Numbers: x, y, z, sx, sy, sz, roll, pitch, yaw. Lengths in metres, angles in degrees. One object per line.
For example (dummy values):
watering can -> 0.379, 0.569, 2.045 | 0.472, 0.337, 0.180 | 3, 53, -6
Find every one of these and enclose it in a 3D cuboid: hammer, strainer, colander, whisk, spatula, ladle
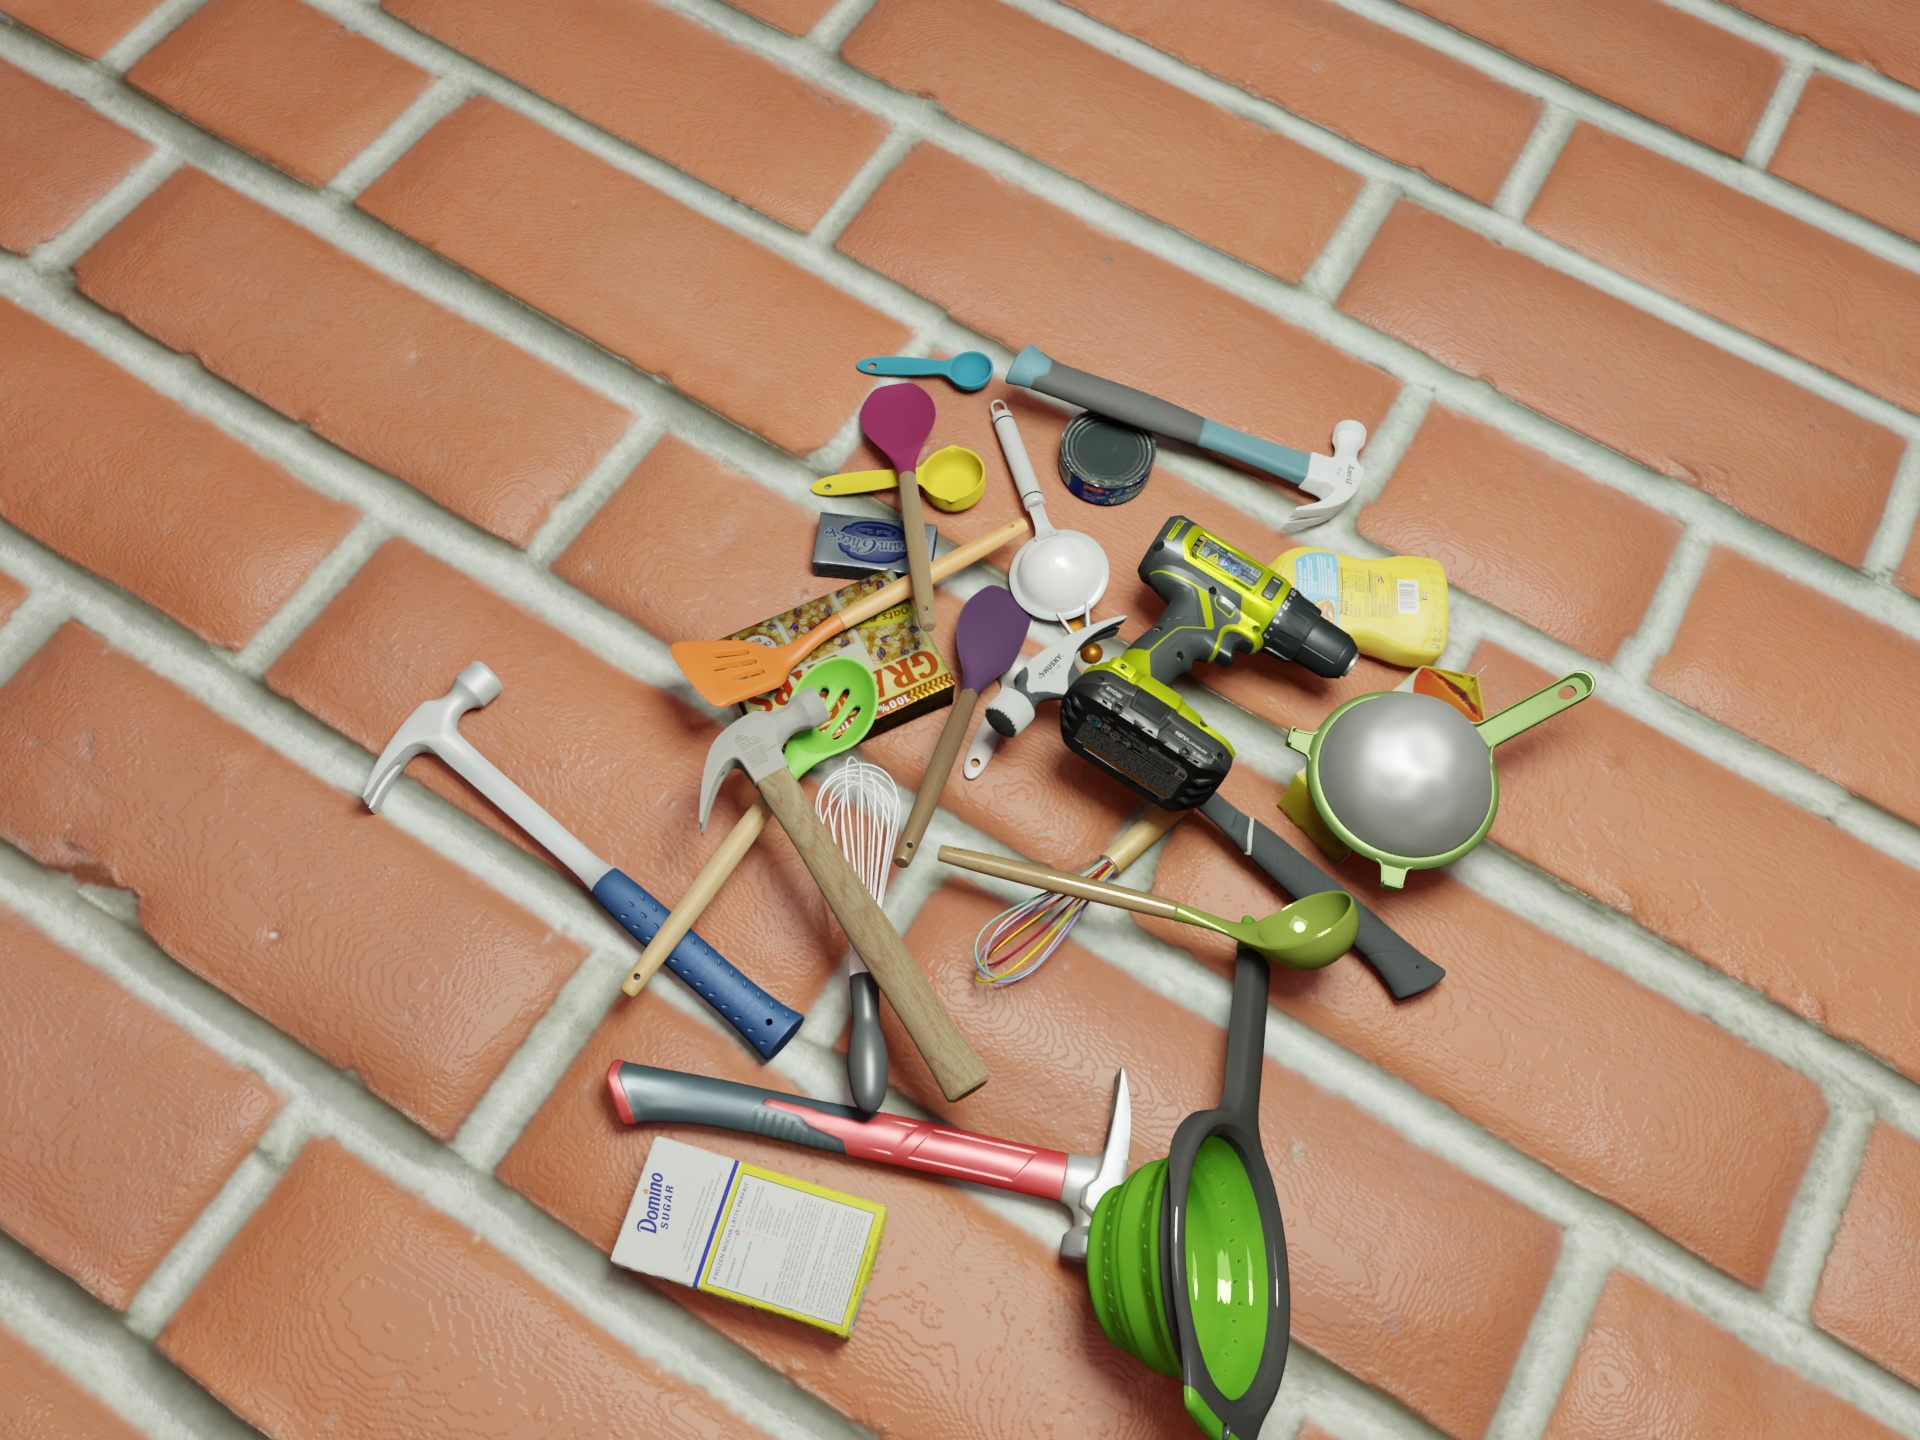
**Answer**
hammer -> -0.068, 0.290, 1.175 | 0.386, 0.038, 0.143 | 12, 64, 2
strainer -> 0.393, 0.012, 1.229 | 0.256, 0.069, 0.152 | -26, 69, -12
colander -> 0.164, 0.314, 1.145 | 0.094, 0.204, 0.397 | -12, 43, 28
whisk -> 0.100, 0.127, 1.260 | 0.245, 0.047, 0.051 | -39, 77, -23
hammer -> 0.217, 0.076, 1.270 | 0.409, 0.036, 0.149 | 40, 61, 8
strainer -> 0.065, -0.186, 1.395 | 0.087, 0.050, 0.259 | -19, 61, 3
spatula -> -0.002, -0.004, 1.274 | 0.059, 0.018, 0.316 | 25, 47, -5
ladle -> 0.140, 0.127, 1.206 | 0.320, 0.078, 0.062 | 13, 110, 7
hammer -> -0.290, 0.122, 1.240 | 0.406, 0.035, 0.144 | 38, 69, 13
whisk -> -0.074, 0.158, 1.209 | 0.070, 0.070, 0.285 | -2, 61, -4
hammer -> -0.084, 0.134, 1.172 | 0.130, 0.031, 0.331 | -29, 71, -15
spatula -> -0.079, -0.097, 1.305 | 0.322, 0.041, 0.081 | -30, 55, -18
hammer -> 0.200, -0.262, 1.412 | 0.331, 0.033, 0.128 | 19, 60, -5

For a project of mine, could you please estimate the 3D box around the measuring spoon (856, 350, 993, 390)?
measuring spoon -> -0.032, -0.321, 1.472 | 0.128, 0.021, 0.042 | 4, 61, 9

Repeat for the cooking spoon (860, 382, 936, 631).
cooking spoon -> -0.044, -0.191, 1.362 | 0.069, 0.017, 0.319 | -9, 48, 0

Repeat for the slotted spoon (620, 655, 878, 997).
slotted spoon -> -0.164, 0.081, 1.230 | 0.070, 0.031, 0.314 | 32, 71, 8

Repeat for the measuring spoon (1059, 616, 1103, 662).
measuring spoon -> 0.089, -0.099, 1.375 | 0.021, 0.011, 0.117 | -26, 69, -14

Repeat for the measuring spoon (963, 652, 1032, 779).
measuring spoon -> 0.031, -0.006, 1.326 | 0.034, 0.018, 0.124 | 22, 67, 7

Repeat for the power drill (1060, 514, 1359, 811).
power drill -> 0.199, -0.042, 1.261 | 0.190, 0.080, 0.229 | 33, 57, 6

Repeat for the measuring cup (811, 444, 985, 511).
measuring cup -> -0.054, -0.208, 1.416 | 0.156, 0.029, 0.062 | -4, 61, 8
